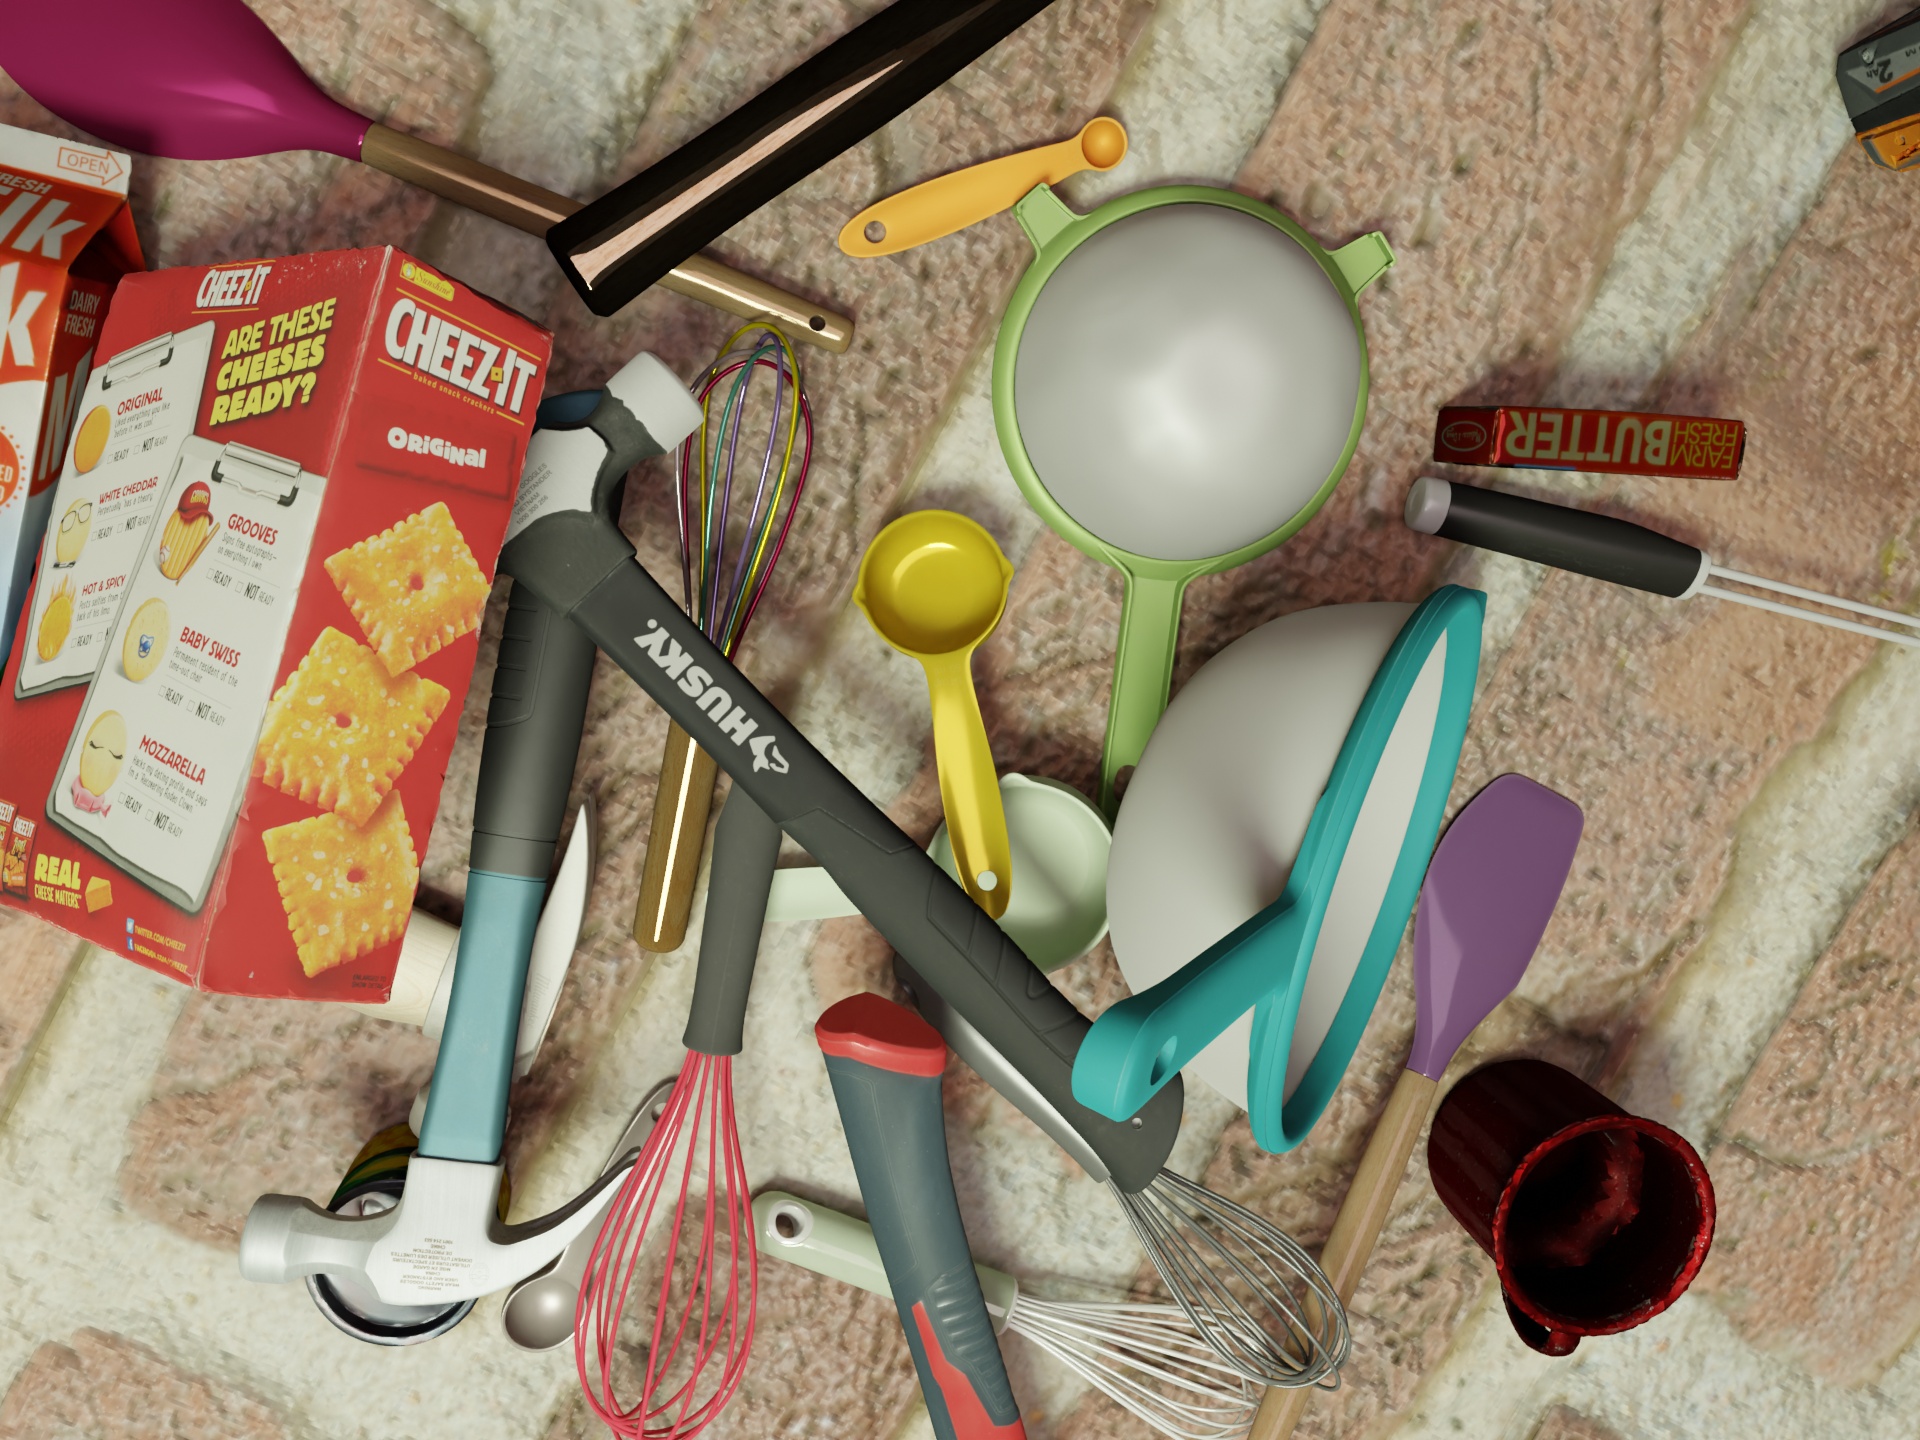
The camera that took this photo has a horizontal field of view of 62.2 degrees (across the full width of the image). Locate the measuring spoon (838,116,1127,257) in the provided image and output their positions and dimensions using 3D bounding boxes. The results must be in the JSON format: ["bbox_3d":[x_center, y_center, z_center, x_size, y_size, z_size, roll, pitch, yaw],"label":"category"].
[{"bbox_3d":[0.008,-0.202,0.605,0.117,0.011,0.021,-21,112,0],"label":"measuring spoon"}]

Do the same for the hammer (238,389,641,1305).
[{"bbox_3d":[-0.162,0.041,0.572,0.128,0.033,0.331,9,86,-8],"label":"hammer"}]

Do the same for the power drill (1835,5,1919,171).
[{"bbox_3d":[0.436,-0.174,0.585,0.084,0.164,0.226,-30,100,-1],"label":"power drill"}]

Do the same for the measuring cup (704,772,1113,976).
[{"bbox_3d":[-0.018,0.063,0.636,0.167,0.038,0.083,-5,96,11],"label":"measuring cup"}]

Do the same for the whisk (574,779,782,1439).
[{"bbox_3d":[-0.099,0.144,0.614,0.073,0.073,0.296,10,94,-9],"label":"whisk"}]

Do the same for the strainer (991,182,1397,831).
[{"bbox_3d":[0.084,-0.074,0.602,0.151,0.069,0.256,6,99,-9],"label":"strainer"}]

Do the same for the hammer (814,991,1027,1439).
[{"bbox_3d":[-0.007,0.289,0.636,0.143,0.038,0.386,-12,106,10],"label":"hammer"}]

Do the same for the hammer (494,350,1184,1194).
[{"bbox_3d":[-0.046,0.042,0.556,0.146,0.035,0.334,-45,96,-7],"label":"hammer"}]

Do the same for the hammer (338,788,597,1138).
[{"bbox_3d":[-0.342,0.030,0.584,0.410,0.038,0.146,21,94,-10],"label":"hammer"}]

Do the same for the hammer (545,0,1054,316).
[{"bbox_3d":[-0.005,-0.254,0.573,0.331,0.031,0.130,-35,100,-5],"label":"hammer"}]

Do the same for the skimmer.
[{"bbox_3d":[0.356,-0.028,0.635,0.363,0.090,0.127,13,129,-7],"label":"skimmer"}]

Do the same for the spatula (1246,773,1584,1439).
[{"bbox_3d":[0.178,0.169,0.656,0.059,0.018,0.316,26,83,-9],"label":"spatula"}]

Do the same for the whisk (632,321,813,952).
[{"bbox_3d":[-0.096,-0.029,0.607,0.047,0.051,0.245,15,102,12],"label":"whisk"}]

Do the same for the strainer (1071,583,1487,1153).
[{"bbox_3d":[0.082,0.050,0.528,0.095,0.340,0.211,19,106,25],"label":"strainer"}]

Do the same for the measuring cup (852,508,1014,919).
[{"bbox_3d":[-0.001,-0.002,0.607,0.062,0.029,0.156,-10,86,2],"label":"measuring cup"}]

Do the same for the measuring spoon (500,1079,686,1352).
[{"bbox_3d":[-0.147,0.199,0.649,0.034,0.018,0.124,32,87,-27],"label":"measuring spoon"}]

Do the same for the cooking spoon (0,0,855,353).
[{"bbox_3d":[-0.188,-0.199,0.574,0.318,0.017,0.069,20,94,-10],"label":"cooking spoon"}]

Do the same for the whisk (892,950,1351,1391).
[{"bbox_3d":[0.061,0.174,0.629,0.239,0.055,0.055,43,92,6],"label":"whisk"}]

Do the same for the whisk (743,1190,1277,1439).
[{"bbox_3d":[0.026,0.247,0.663,0.246,0.059,0.058,22,59,-6],"label":"whisk"}]
